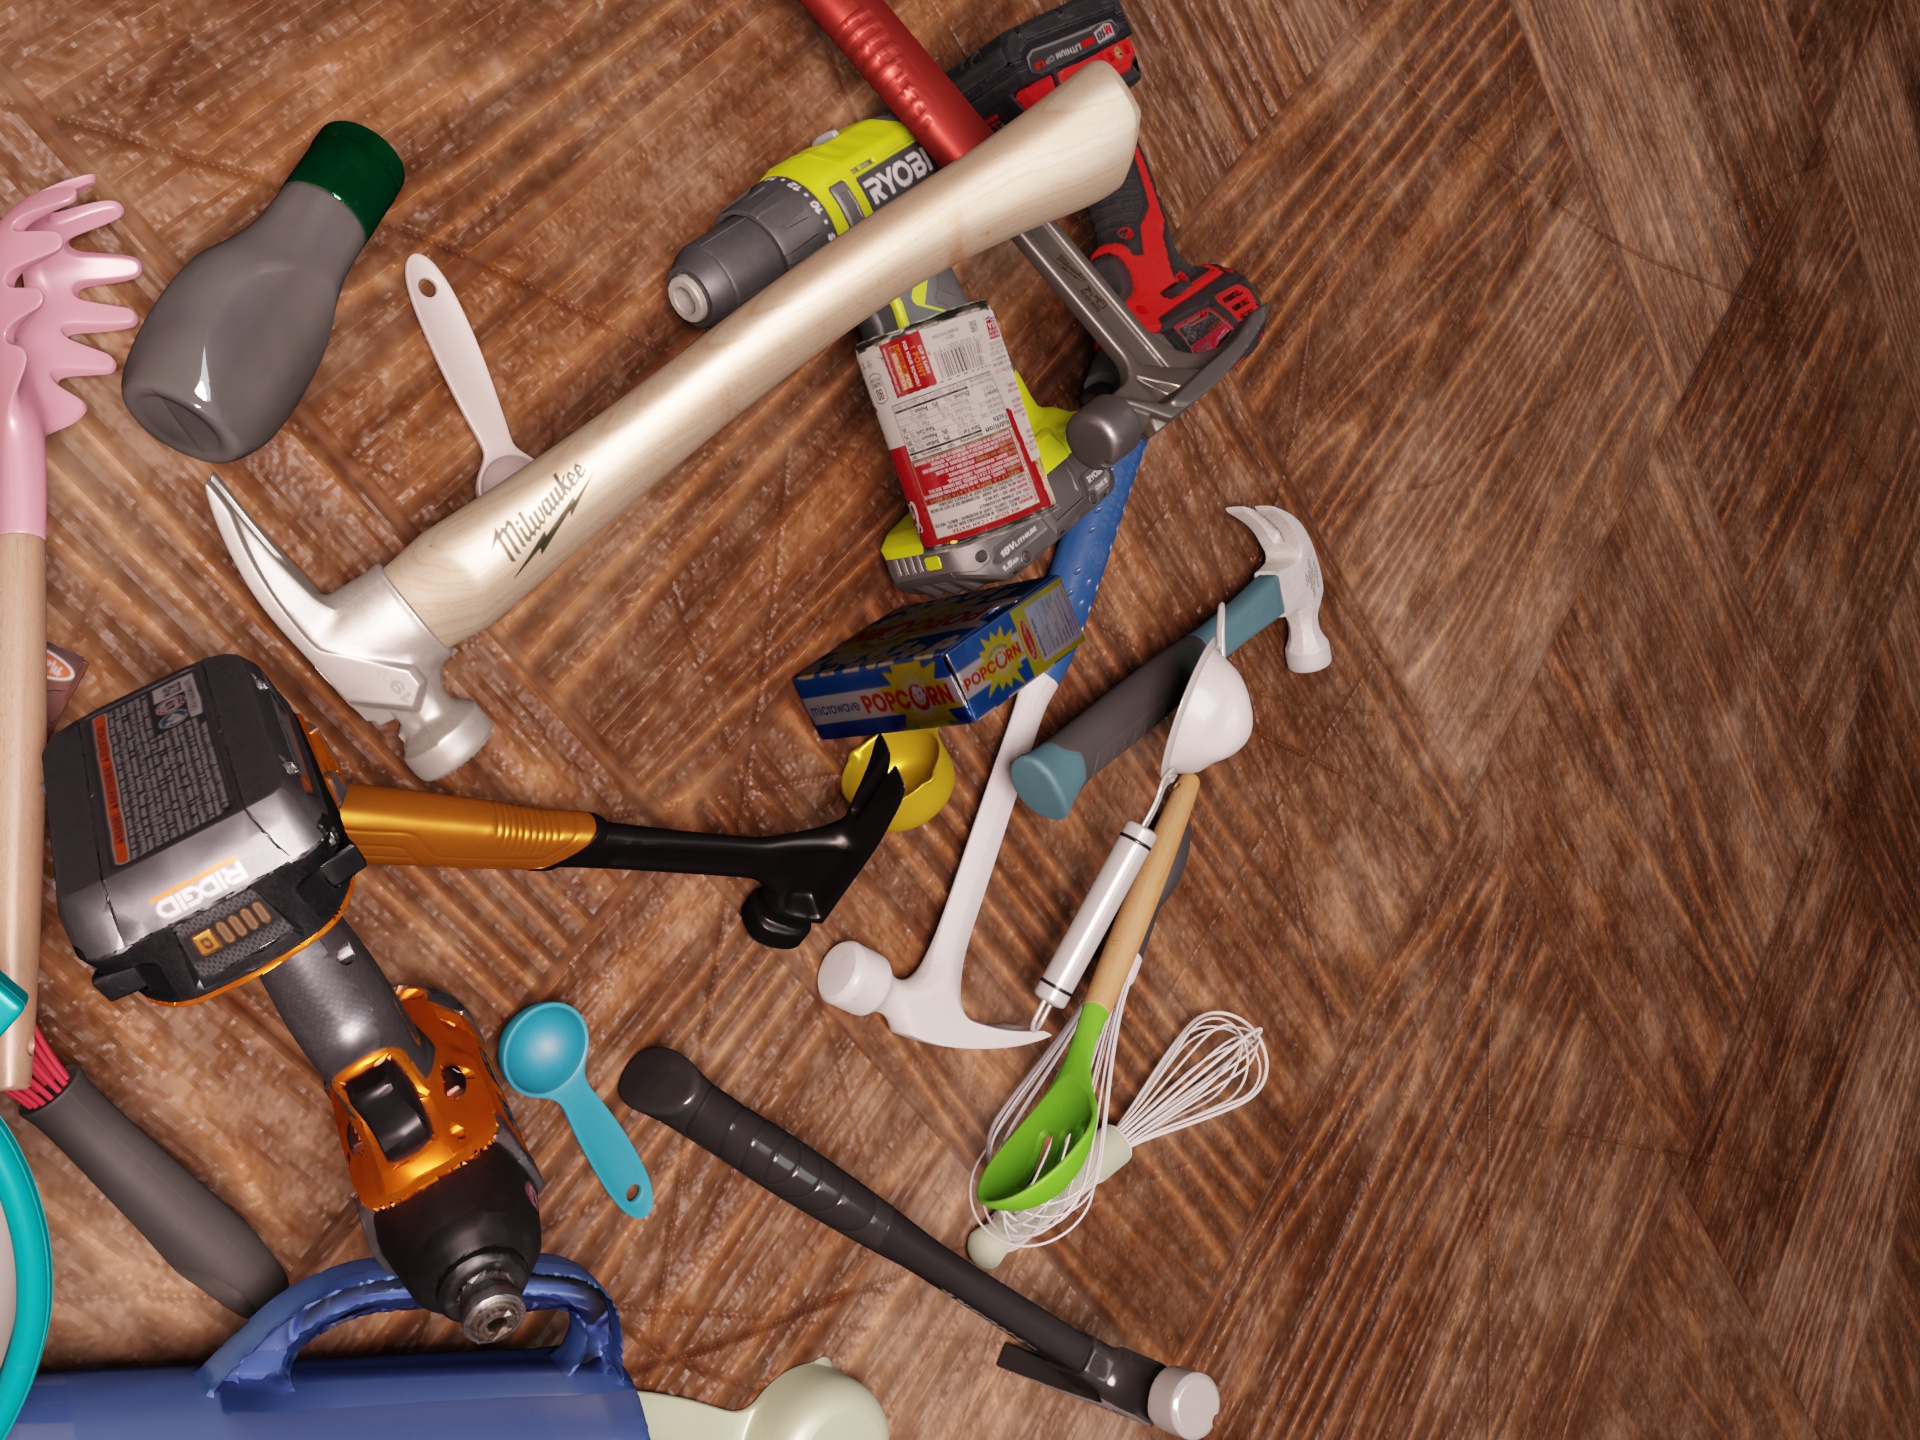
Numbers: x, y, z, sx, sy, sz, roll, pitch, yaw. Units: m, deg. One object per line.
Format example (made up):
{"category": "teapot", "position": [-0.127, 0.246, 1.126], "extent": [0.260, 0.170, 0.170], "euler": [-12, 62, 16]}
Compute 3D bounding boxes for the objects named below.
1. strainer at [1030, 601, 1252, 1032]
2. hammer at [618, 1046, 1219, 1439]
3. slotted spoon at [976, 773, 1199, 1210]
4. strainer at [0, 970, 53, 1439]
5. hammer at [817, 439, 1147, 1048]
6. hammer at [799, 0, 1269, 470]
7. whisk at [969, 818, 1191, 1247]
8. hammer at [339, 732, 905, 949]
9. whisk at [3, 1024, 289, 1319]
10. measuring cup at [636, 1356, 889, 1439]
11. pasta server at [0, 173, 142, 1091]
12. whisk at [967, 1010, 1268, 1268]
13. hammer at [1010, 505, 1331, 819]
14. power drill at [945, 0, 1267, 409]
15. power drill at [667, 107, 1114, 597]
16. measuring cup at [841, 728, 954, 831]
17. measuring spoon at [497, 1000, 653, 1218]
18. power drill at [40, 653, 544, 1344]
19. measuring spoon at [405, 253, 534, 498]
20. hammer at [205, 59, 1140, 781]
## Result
{"category": "strainer", "position": [0.103, 0.057, 0.870], "extent": [0.258, 0.050, 0.086], "euler": [-61, 162, -5]}
{"category": "hammer", "position": [-0.030, 0.259, 0.789], "extent": [0.334, 0.146, 0.035], "euler": [39, 64, -21]}
{"category": "slotted spoon", "position": [0.084, 0.139, 0.874], "extent": [0.031, 0.070, 0.314], "euler": [44, 47, -17]}
{"category": "strainer", "position": [-0.384, 0.215, 0.479], "extent": [0.211, 0.095, 0.340], "euler": [3, 101, -19]}
{"category": "hammer", "position": [0.045, -0.012, 0.897], "extent": [0.144, 0.035, 0.406], "euler": [32, 69, -36]}
{"category": "hammer", "position": [-0.001, -0.293, 0.774], "extent": [0.359, 0.036, 0.149], "euler": [49, 56, -4]}
{"category": "whisk", "position": [0.081, 0.167, 0.908], "extent": [0.070, 0.070, 0.285], "euler": [48, 53, -30]}
{"category": "hammer", "position": [-0.184, 0.044, 0.660], "extent": [0.336, 0.127, 0.034], "euler": [7, 42, -36]}
{"category": "whisk", "position": [-0.330, 0.115, 0.552], "extent": [0.073, 0.073, 0.295], "euler": [-48, 124, -31]}
{"category": "measuring cup", "position": [-0.100, 0.345, 0.761], "extent": [0.167, 0.038, 0.083], "euler": [31, 69, -39]}
{"category": "pasta server", "position": [-0.312, -0.036, 0.541], "extent": [0.040, 0.060, 0.316], "euler": [-4, 79, -5]}
{"category": "whisk", "position": [0.097, 0.245, 0.934], "extent": [0.246, 0.057, 0.059], "euler": [-29, 76, -34]}
{"category": "hammer", "position": [0.133, -0.031, 0.941], "extent": [0.331, 0.033, 0.128], "euler": [-36, 120, -44]}
{"category": "power drill", "position": [0.076, -0.273, 0.882], "extent": [0.143, 0.078, 0.219], "euler": [-40, 107, -35]}
{"category": "power drill", "position": [-0.031, -0.181, 0.807], "extent": [0.190, 0.080, 0.228], "euler": [-43, 114, -33]}
{"category": "measuring cup", "position": [-0.001, -0.003, 0.837], "extent": [0.156, 0.062, 0.029], "euler": [-50, 132, -25]}
{"category": "measuring spoon", "position": [-0.173, 0.178, 0.719], "extent": [0.042, 0.021, 0.128], "euler": [-42, 125, -33]}
{"category": "power drill", "position": [-0.213, 0.106, 0.546], "extent": [0.084, 0.164, 0.226], "euler": [-29, 129, -15]}
{"category": "measuring spoon", "position": [-0.213, -0.140, 0.689], "extent": [0.034, 0.018, 0.124], "euler": [-28, 100, -38]}
{"category": "hammer", "position": [-0.100, -0.152, 0.655], "extent": [0.410, 0.038, 0.146], "euler": [-38, 116, -6]}
